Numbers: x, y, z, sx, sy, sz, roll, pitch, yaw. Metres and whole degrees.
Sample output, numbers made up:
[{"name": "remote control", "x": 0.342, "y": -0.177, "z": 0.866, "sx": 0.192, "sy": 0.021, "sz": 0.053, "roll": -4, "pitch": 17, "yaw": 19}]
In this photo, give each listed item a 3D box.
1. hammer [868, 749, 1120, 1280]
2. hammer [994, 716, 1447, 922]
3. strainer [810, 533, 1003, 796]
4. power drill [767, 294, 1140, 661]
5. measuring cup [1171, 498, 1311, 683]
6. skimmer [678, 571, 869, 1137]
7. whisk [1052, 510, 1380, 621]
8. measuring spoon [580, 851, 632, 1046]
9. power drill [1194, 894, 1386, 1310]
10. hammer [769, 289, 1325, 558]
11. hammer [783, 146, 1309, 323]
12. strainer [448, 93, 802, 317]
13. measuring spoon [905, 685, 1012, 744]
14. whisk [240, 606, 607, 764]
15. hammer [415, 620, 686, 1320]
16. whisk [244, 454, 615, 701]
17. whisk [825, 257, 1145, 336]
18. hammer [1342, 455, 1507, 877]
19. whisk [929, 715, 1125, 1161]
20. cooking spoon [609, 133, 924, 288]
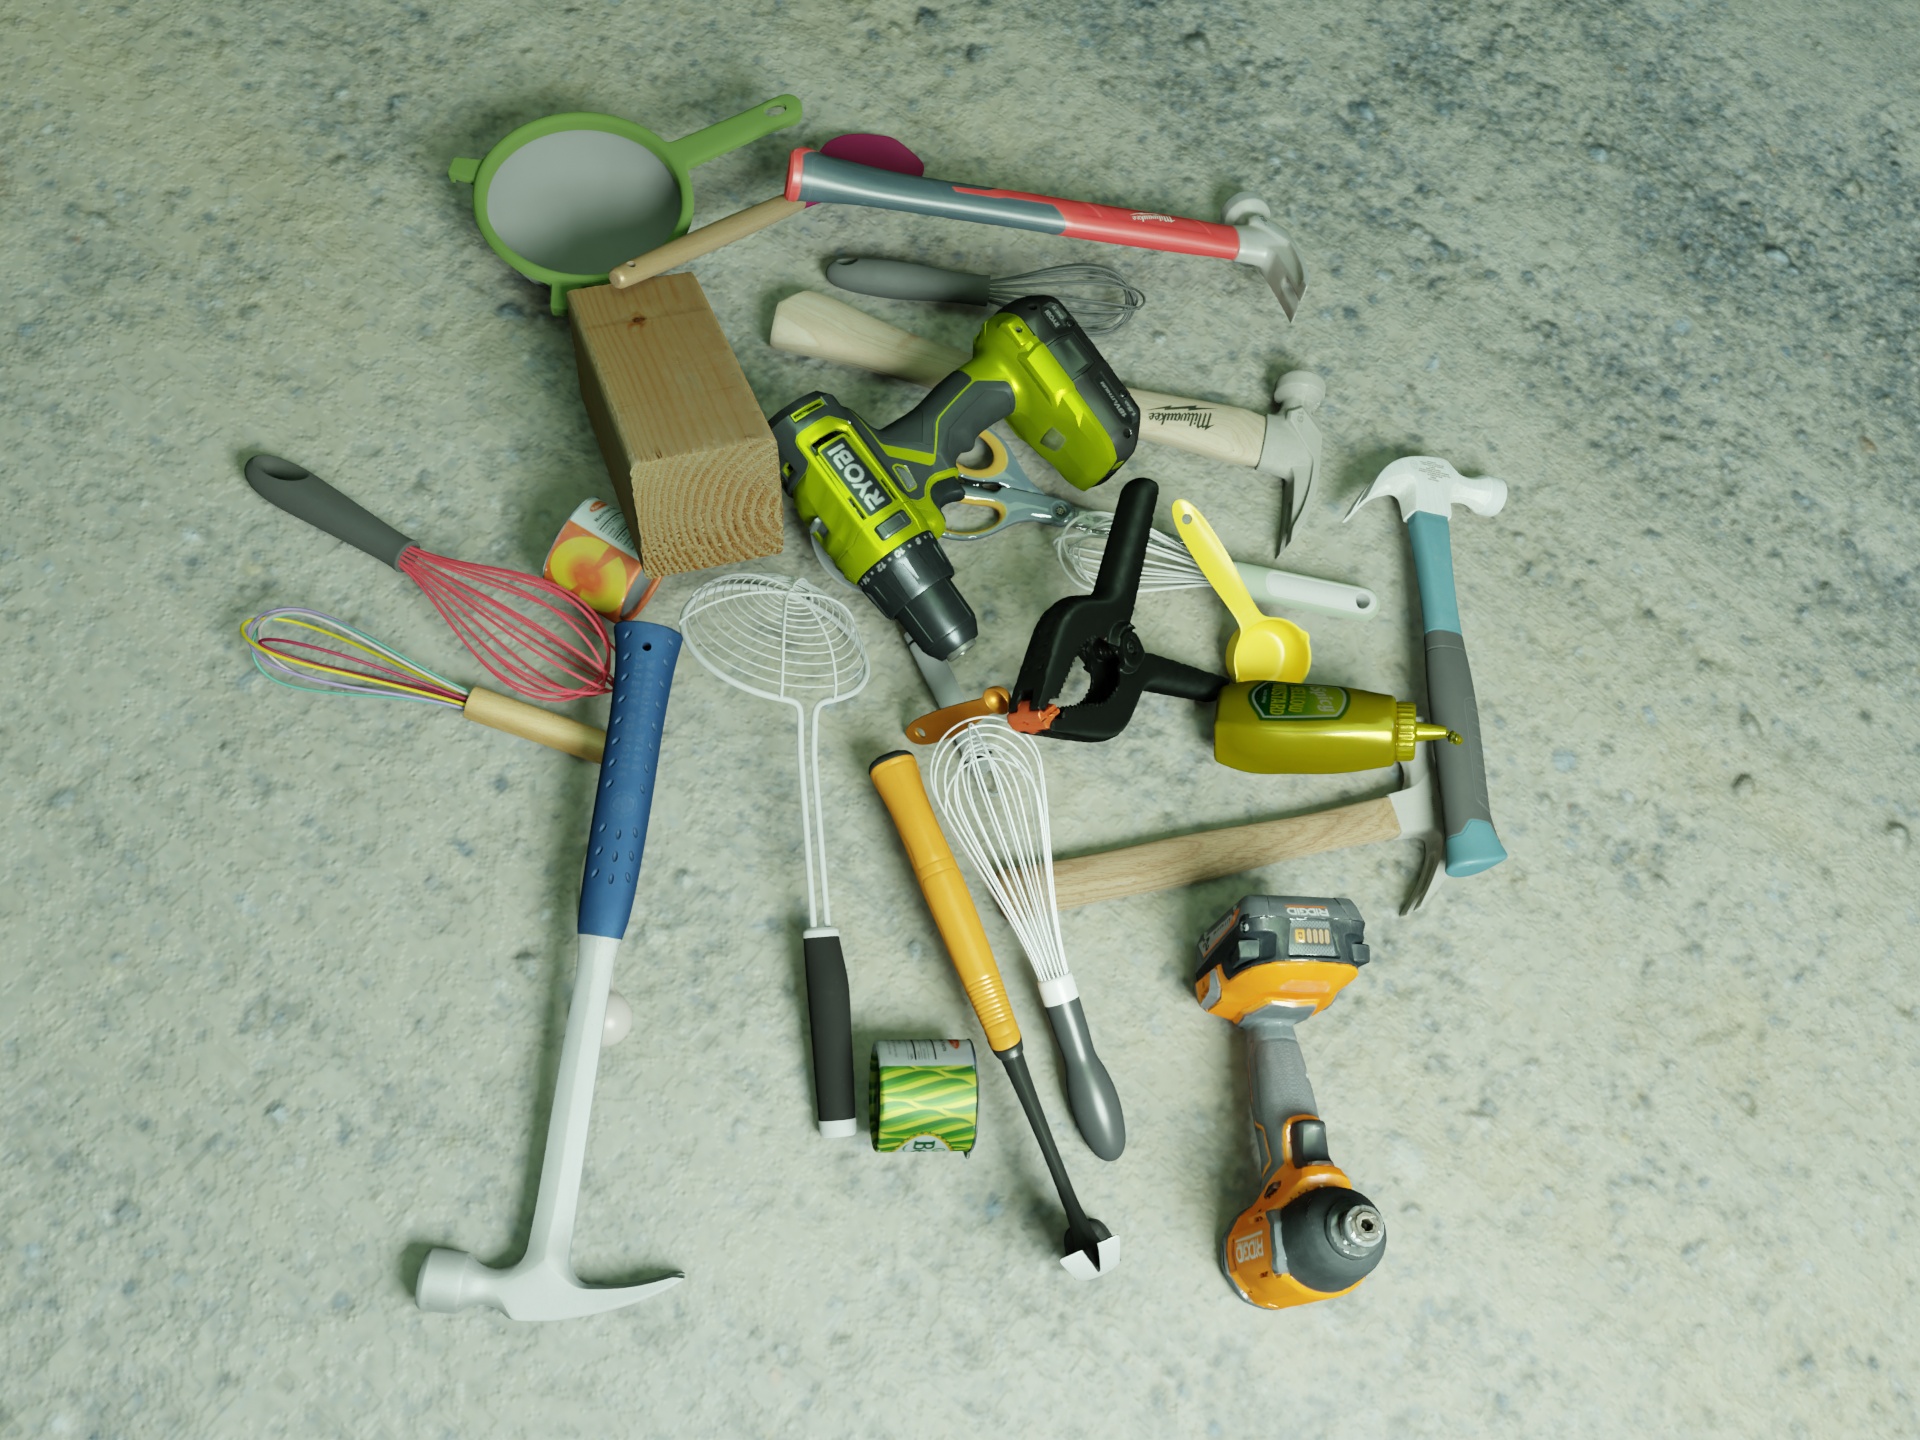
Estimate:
[{"name": "hammer", "x": 0.016, "y": 0.166, "z": 0.951, "sx": 0.034, "sy": 0.127, "sz": 0.337, "roll": -22, "pitch": 70, "yaw": -3}, {"name": "hammer", "x": 0.184, "y": 0.088, "z": 1.055, "sx": 0.331, "sy": 0.031, "sz": 0.130, "roll": -10, "pitch": 70, "yaw": -14}, {"name": "strainer", "x": -0.034, "y": -0.064, "z": 1.072, "sx": 0.087, "sy": 0.050, "sz": 0.258, "roll": -22, "pitch": 80, "yaw": -24}, {"name": "power drill", "x": 0.006, "y": -0.163, "z": 1.054, "sx": 0.228, "sy": 0.080, "sz": 0.190, "roll": -36, "pitch": 87, "yaw": -22}, {"name": "measuring cup", "x": 0.186, "y": -0.085, "z": 1.098, "sx": 0.062, "sy": 0.029, "sz": 0.156, "roll": -34, "pitch": 99, "yaw": -7}, {"name": "skimmer", "x": -0.105, "y": 0.076, "z": 1.006, "sx": 0.127, "sy": 0.090, "sz": 0.363, "roll": 1, "pitch": 78, "yaw": -32}, {"name": "whisk", "x": 0.183, "y": -0.103, "z": 1.124, "sx": 0.246, "sy": 0.059, "sz": 0.058, "roll": 10, "pitch": 79, "yaw": -11}, {"name": "measuring spoon", "x": -0.220, "y": 0.135, "z": 0.968, "sx": 0.034, "sy": 0.018, "sz": 0.124, "roll": -4, "pitch": 70, "yaw": -12}, {"name": "power drill", "x": 0.199, "y": 0.221, "z": 0.934, "sx": 0.084, "sy": 0.164, "sz": 0.227, "roll": 3, "pitch": 66, "yaw": -9}, {"name": "hammer", "x": 0.063, "y": -0.230, "z": 1.158, "sx": 0.410, "sy": 0.038, "sz": 0.146, "roll": 13, "pitch": 68, "yaw": -5}, {"name": "hammer", "x": 0.066, "y": -0.362, "z": 1.160, "sx": 0.386, "sy": 0.038, "sz": 0.143, "roll": 3, "pitch": 44, "yaw": -16}, {"name": "strainer", "x": -0.223, "y": -0.378, "z": 1.145, "sx": 0.256, "sy": 0.069, "sz": 0.151, "roll": -33, "pitch": 75, "yaw": -21}, {"name": "measuring spoon", "x": -0.002, "y": -0.003, "z": 1.015, "sx": 0.011, "sy": 0.117, "sz": 0.021, "roll": -44, "pitch": 102, "yaw": -33}, {"name": "whisk", "x": -0.330, "y": -0.017, "z": 0.997, "sx": 0.245, "sy": 0.047, "sz": 0.051, "roll": 20, "pitch": 84, "yaw": -6}, {"name": "hammer", "x": -0.208, "y": 0.139, "z": 0.935, "sx": 0.144, "sy": 0.035, "sz": 0.406, "roll": 8, "pitch": 75, "yaw": -8}, {"name": "whisk", "x": -0.339, "y": -0.095, "z": 1.019, "sx": 0.296, "sy": 0.073, "sz": 0.073, "roll": 30, "pitch": 66, "yaw": 9}, {"name": "whisk", "x": 0.019, "y": -0.322, "z": 1.182, "sx": 0.239, "sy": 0.055, "sz": 0.055, "roll": 5, "pitch": 68, "yaw": -4}, {"name": "hammer", "x": 0.340, "y": -0.046, "z": 1.110, "sx": 0.128, "sy": 0.033, "sz": 0.331, "roll": 10, "pitch": 61, "yaw": -16}, {"name": "whisk", "x": 0.051, "y": 0.134, "z": 0.976, "sx": 0.070, "sy": 0.070, "sz": 0.284, "roll": -18, "pitch": 89, "yaw": -17}, {"name": "cooking spoon", "x": -0.133, "y": -0.366, "z": 1.139, "sx": 0.069, "sy": 0.017, "sz": 0.319, "roll": 43, "pitch": 49, "yaw": 9}]
